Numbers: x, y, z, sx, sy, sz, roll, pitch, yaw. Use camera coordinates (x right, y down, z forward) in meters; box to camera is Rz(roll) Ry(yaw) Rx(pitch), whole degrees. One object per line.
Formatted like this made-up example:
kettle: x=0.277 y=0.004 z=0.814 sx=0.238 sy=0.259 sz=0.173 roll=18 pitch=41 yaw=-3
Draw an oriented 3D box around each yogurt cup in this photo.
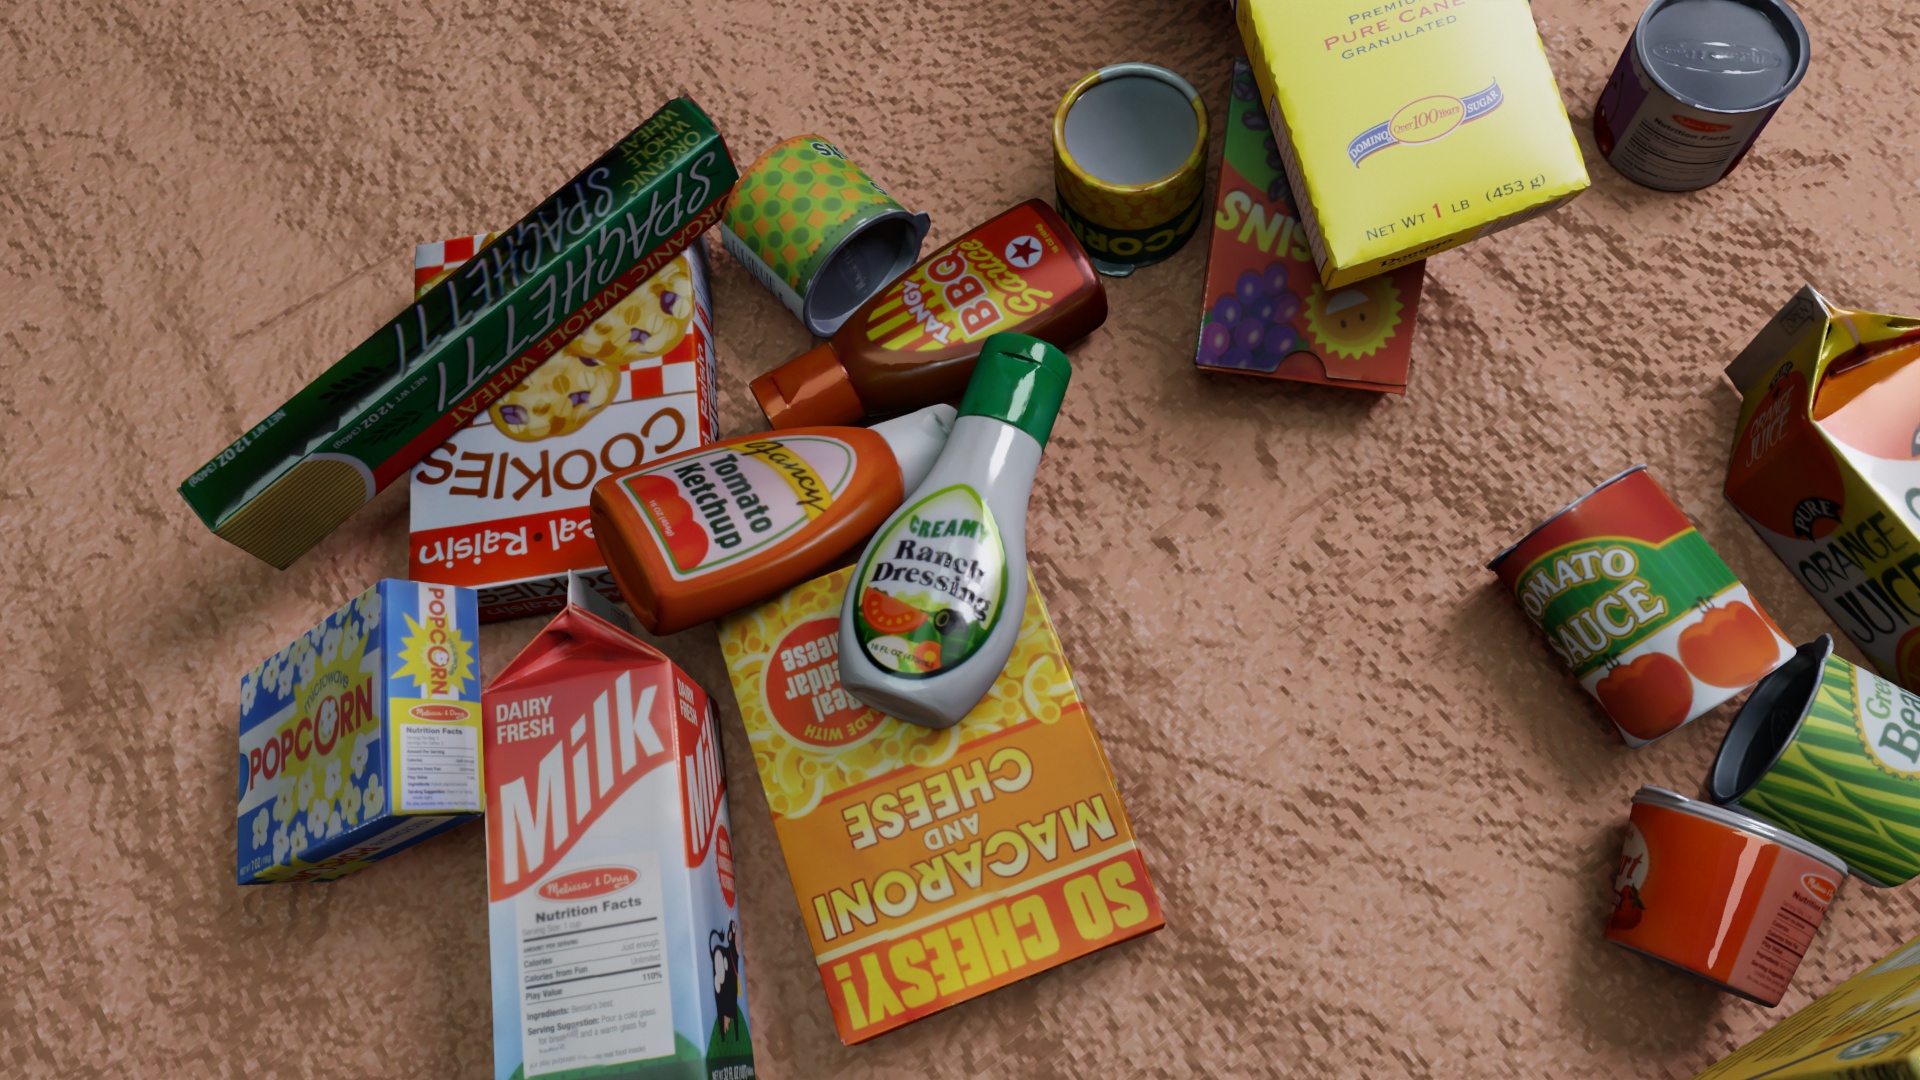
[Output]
yogurt cup: x=0.258 y=0.123 z=0.476 sx=0.072 sy=0.072 sz=0.054 roll=22 pitch=83 yaw=13

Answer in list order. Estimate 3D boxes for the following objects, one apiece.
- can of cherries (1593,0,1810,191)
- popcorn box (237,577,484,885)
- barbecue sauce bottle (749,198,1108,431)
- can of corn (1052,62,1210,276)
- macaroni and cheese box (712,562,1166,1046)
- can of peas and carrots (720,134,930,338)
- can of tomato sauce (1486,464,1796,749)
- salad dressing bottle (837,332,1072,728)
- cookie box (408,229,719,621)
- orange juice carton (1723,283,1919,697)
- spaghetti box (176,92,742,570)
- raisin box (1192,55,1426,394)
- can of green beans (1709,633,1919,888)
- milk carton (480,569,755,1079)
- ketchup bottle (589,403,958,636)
can of cherries: x=0.310 y=-0.192 z=0.584 sx=0.071 sy=0.058 sz=0.071 roll=-2 pitch=70 yaw=6
popcorn box: x=-0.226 y=0.074 z=0.518 sx=0.126 sy=0.038 sz=0.085 roll=-26 pitch=65 yaw=37
barbecue sauce bottle: x=-0.015 y=-0.085 z=0.586 sx=0.149 sy=0.043 sz=0.065 roll=-29 pitch=64 yaw=-4
can of corn: x=0.072 y=-0.158 z=0.596 sx=0.071 sy=0.058 sz=0.071 roll=-2 pitch=70 yaw=5
macaroni and cheese box: x=-0.010 y=0.087 z=0.527 sx=0.124 sy=0.040 sz=0.167 roll=-20 pitch=69 yaw=-2
can of peas and carrots: x=-0.058 y=-0.132 z=0.595 sx=0.071 sy=0.070 sz=0.059 roll=-43 pitch=72 yaw=-9
can of tomato sauce: x=0.247 y=0.025 z=0.508 sx=0.071 sy=0.071 sz=0.083 roll=-30 pitch=71 yaw=-5
salad dressing bottle: x=0.002 y=-0.006 z=0.515 sx=0.064 sy=0.044 sz=0.148 roll=16 pitch=71 yaw=12
cookie box: x=-0.167 y=-0.055 z=0.593 sx=0.123 sy=0.040 sz=0.168 roll=-9 pitch=69 yaw=3
orange juice carton: x=0.358 y=-0.005 z=0.506 sx=0.073 sy=0.071 sz=0.193 roll=-30 pitch=71 yaw=-6
spaghetti box: x=-0.192 y=-0.085 z=0.557 sx=0.250 sy=0.050 sz=0.029 roll=-41 pitch=72 yaw=-9
raisin box: x=0.144 y=-0.126 z=0.559 sx=0.086 sy=0.040 sz=0.123 roll=7 pitch=102 yaw=7
can of green beans: x=0.308 y=0.078 z=0.484 sx=0.058 sy=0.071 sz=0.071 roll=29 pitch=76 yaw=14
milk carton: x=-0.127 y=0.109 z=0.514 sx=0.073 sy=0.072 sz=0.191 roll=-10 pitch=71 yaw=1
ketchup bottle: x=-0.063 y=-0.016 z=0.540 sx=0.149 sy=0.043 sz=0.065 roll=-21 pitch=64 yaw=-29
